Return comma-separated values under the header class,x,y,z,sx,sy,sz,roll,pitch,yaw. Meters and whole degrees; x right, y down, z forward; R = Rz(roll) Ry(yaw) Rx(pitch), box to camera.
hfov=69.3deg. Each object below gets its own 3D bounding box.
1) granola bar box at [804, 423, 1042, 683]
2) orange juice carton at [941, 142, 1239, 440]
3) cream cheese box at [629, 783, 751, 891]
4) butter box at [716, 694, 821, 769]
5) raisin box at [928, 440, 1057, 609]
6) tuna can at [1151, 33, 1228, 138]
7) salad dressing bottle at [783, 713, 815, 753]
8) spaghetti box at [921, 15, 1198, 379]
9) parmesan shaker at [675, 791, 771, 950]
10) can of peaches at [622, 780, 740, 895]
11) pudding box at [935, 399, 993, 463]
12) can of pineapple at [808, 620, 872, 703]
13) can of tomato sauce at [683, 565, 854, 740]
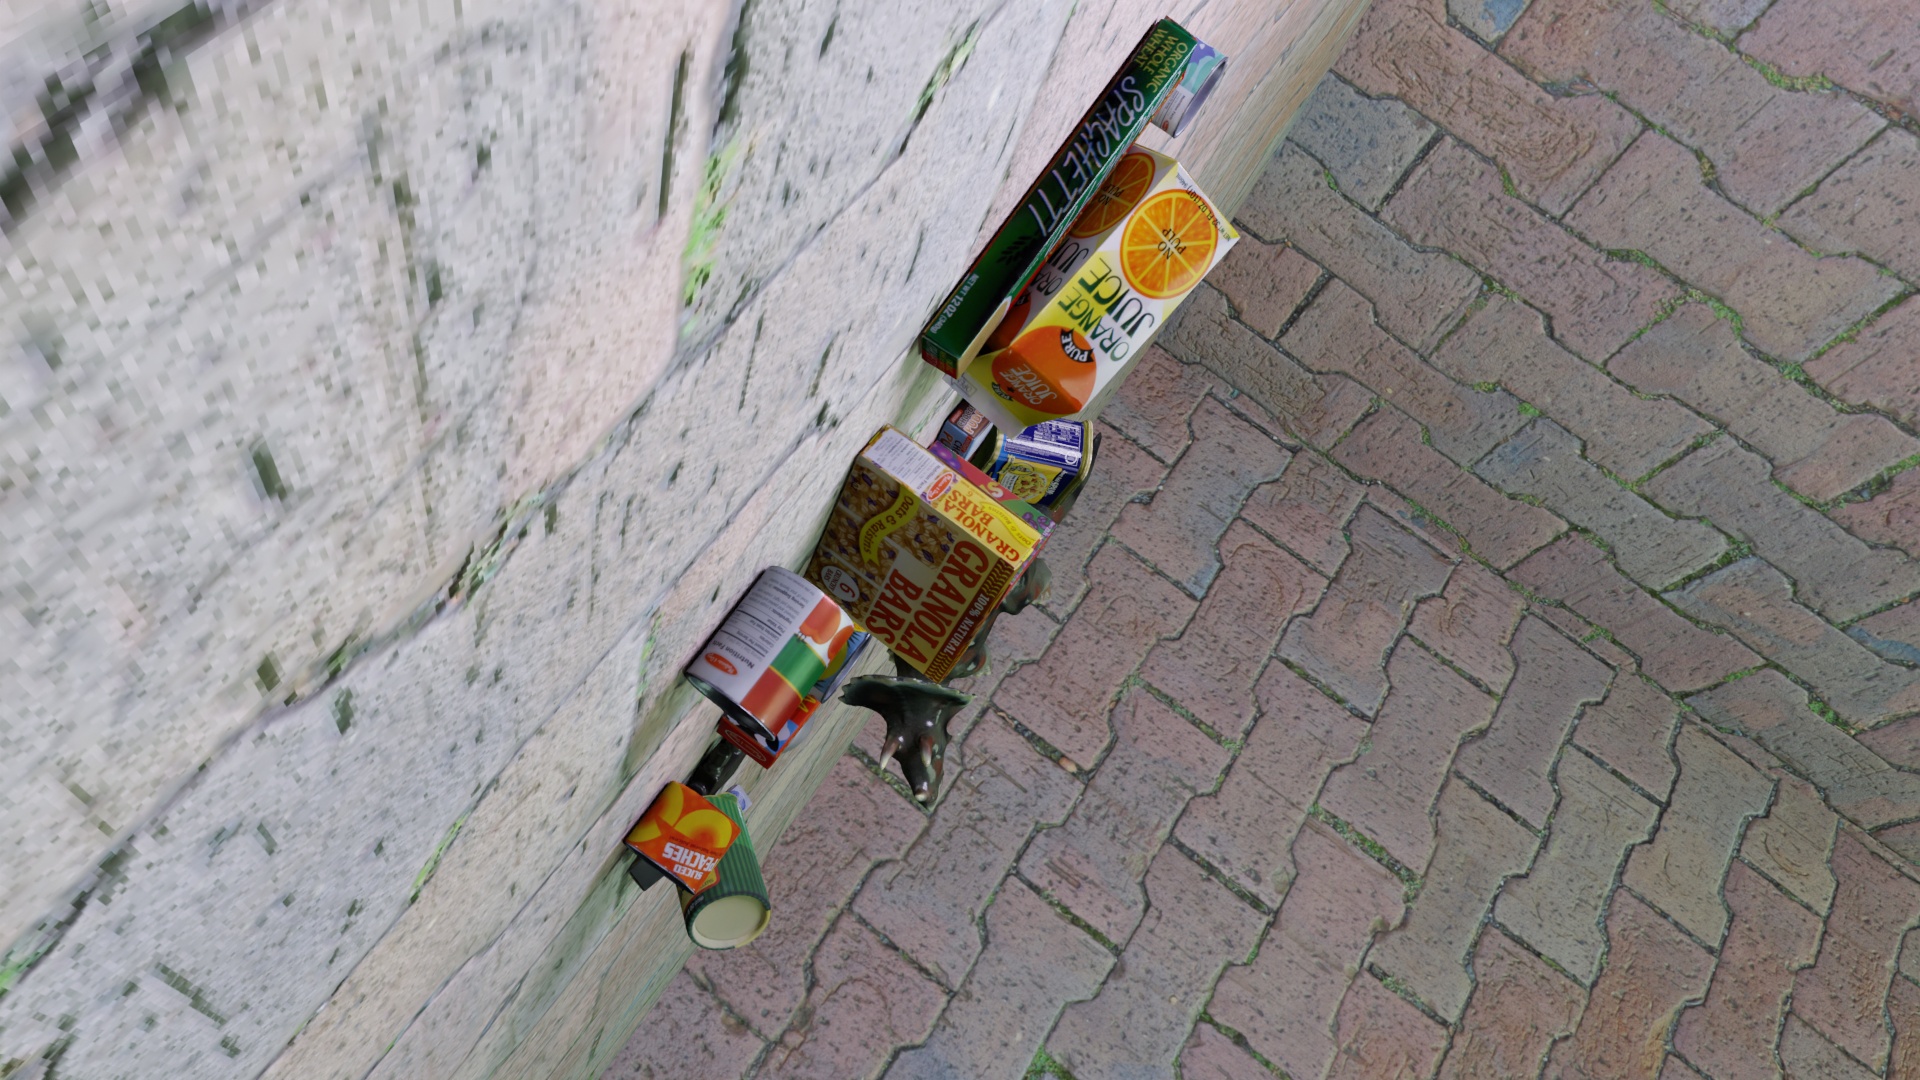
class,x,y,z,sx,sy,sz,roll,pitch,yaw
granola bar box,-0.030,0.013,0.936,0.039,0.124,0.164,-50,174,-37
orange juice carton,0.076,-0.153,0.879,0.192,0.071,0.073,-47,-147,4
cream cheese box,-0.226,0.248,1.168,0.104,0.024,0.053,-39,179,6
butter box,-0.142,0.128,1.104,0.104,0.053,0.024,-50,176,-44
raisin box,0.004,-0.014,1.119,0.086,0.123,0.039,-51,174,-41
tuna can,0.159,-0.324,0.984,0.071,0.033,0.071,-54,176,-5
salad dressing bottle,-0.162,0.161,1.236,0.064,0.044,0.147,-53,175,-7
spaghetti box,0.060,-0.206,0.837,0.250,0.029,0.050,-54,177,-7
parmesan shaker,-0.190,0.257,1.085,0.071,0.071,0.103,-56,-144,19
can of peaches,-0.204,0.220,1.029,0.058,0.071,0.071,-54,176,-22
pudding box,0.001,-0.084,1.165,0.050,0.030,0.083,-53,176,-34
can of pineapple,-0.108,0.081,1.067,0.071,0.058,0.071,-54,176,-5
can of tomato sauce,-0.113,0.068,0.831,0.083,0.071,0.071,-54,176,-18
